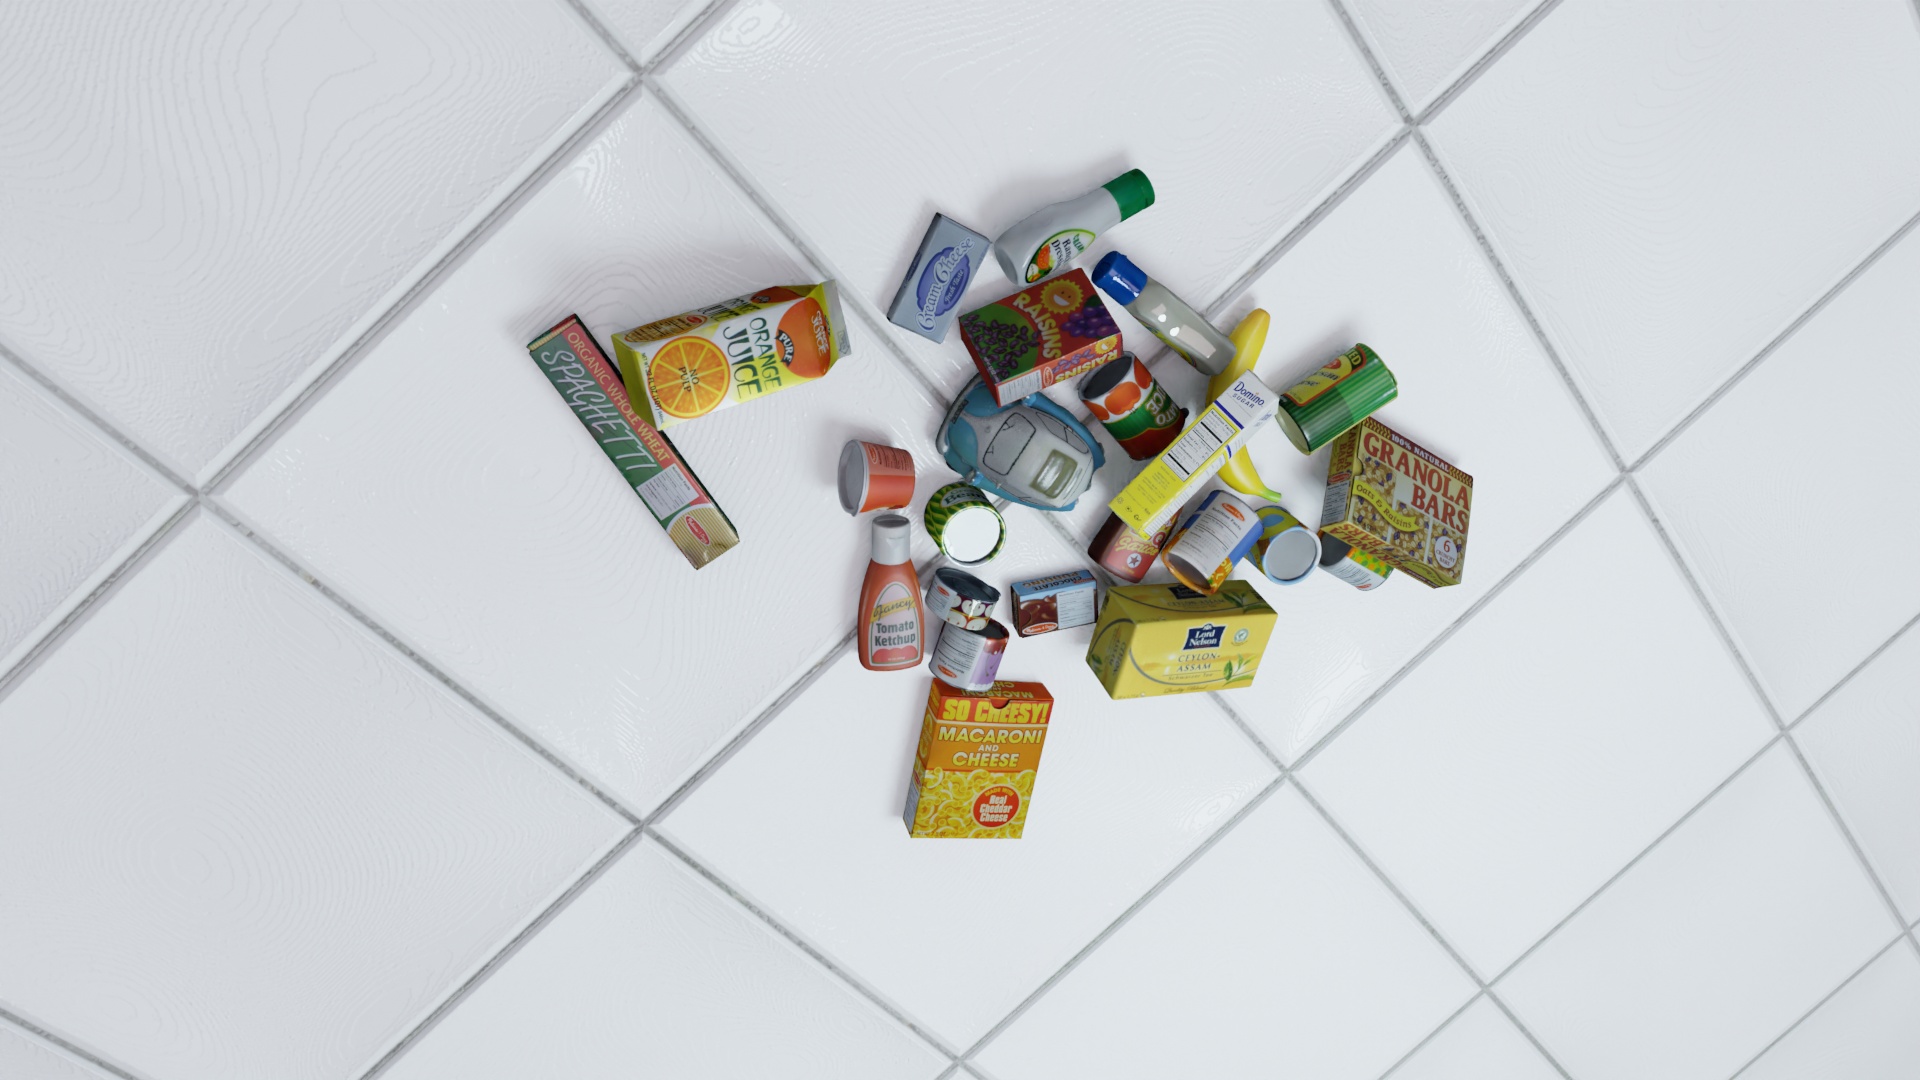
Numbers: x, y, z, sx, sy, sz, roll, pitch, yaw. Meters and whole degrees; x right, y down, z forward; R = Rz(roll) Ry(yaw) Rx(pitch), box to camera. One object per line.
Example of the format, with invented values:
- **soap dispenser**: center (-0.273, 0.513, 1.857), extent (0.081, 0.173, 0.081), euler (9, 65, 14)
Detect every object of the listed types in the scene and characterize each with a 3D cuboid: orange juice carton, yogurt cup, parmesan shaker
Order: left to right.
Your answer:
- **orange juice carton**: center (-0.184, -0.161, 1.166), extent (0.193, 0.073, 0.071), euler (-21, 116, -21)
- **yogurt cup**: center (-0.076, -0.057, 1.260), extent (0.054, 0.072, 0.072), euler (1, 112, -26)
- **parmesan shaker**: center (0.365, -0.137, 1.355), extent (0.103, 0.071, 0.071), euler (-33, 118, -1)

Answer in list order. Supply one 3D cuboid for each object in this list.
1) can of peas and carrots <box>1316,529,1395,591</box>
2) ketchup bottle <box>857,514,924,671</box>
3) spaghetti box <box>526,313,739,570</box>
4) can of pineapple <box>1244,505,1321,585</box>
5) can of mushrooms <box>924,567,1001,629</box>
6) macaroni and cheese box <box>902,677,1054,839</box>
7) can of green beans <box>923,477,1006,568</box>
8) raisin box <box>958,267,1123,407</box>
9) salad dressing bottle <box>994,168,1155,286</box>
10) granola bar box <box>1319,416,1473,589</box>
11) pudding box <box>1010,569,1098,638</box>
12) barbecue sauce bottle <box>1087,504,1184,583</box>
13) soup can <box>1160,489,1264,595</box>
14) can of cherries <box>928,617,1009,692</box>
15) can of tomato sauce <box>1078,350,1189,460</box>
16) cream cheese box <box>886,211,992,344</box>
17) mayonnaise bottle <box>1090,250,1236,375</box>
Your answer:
- **can of peas and carrots**: center (0.407, 0.009, 1.434), extent (0.059, 0.071, 0.071), euler (26, 103, -24)
- **ketchup bottle**: center (-0.066, 0.050, 1.318), extent (0.065, 0.044, 0.148), euler (-5, 113, -15)
- **spaghetti box**: center (-0.280, -0.083, 1.205), extent (0.050, 0.029, 0.249), euler (-33, 117, -1)
- **can of pineapple**: center (0.322, 0.006, 1.409), extent (0.071, 0.058, 0.070), euler (-6, 114, -14)
- **can of mushrooms**: center (0.003, 0.056, 1.329), extent (0.071, 0.071, 0.033), euler (17, 107, -23)
- **macaroni and cheese box**: center (0.018, 0.225, 1.419), extent (0.124, 0.040, 0.165), euler (5, 111, -19)
- **can of green beans**: center (0.004, -0.014, 1.304), extent (0.071, 0.058, 0.071), euler (-6, 114, -14)
- **raisin box**: center (0.071, -0.181, 1.237), extent (0.123, 0.086, 0.040), euler (-24, 151, -6)
- **salad dressing bottle**: center (0.102, -0.279, 1.227), extent (0.148, 0.044, 0.064), euler (-32, 156, -9)
- **granola bar box**: center (0.444, -0.039, 1.403), extent (0.165, 0.039, 0.124), euler (25, 66, -24)
- **pudding box**: center (0.093, 0.062, 1.379), extent (0.084, 0.030, 0.049), euler (-11, 116, -12)
- **barbecue sauce bottle**: center (0.188, -0.032, 1.361), extent (0.065, 0.044, 0.148), euler (26, 102, -32)
- **soup can**: center (0.248, 0.003, 1.370), extent (0.084, 0.071, 0.071), euler (-48, 118, -15)
- **can of cherries**: center (0.010, 0.106, 1.354), extent (0.071, 0.072, 0.058), euler (13, 107, -21)
- **can of tomato sauce**: center (0.162, -0.127, 1.299), extent (0.071, 0.071, 0.083), euler (-43, 117, 4)
- **cream cheese box**: center (-0.019, -0.230, 1.225), extent (0.053, 0.024, 0.103), euler (22, 104, -23)
- **mayonnaise bottle**: center (0.185, -0.209, 1.278), extent (0.148, 0.065, 0.041), euler (34, 97, -22)
